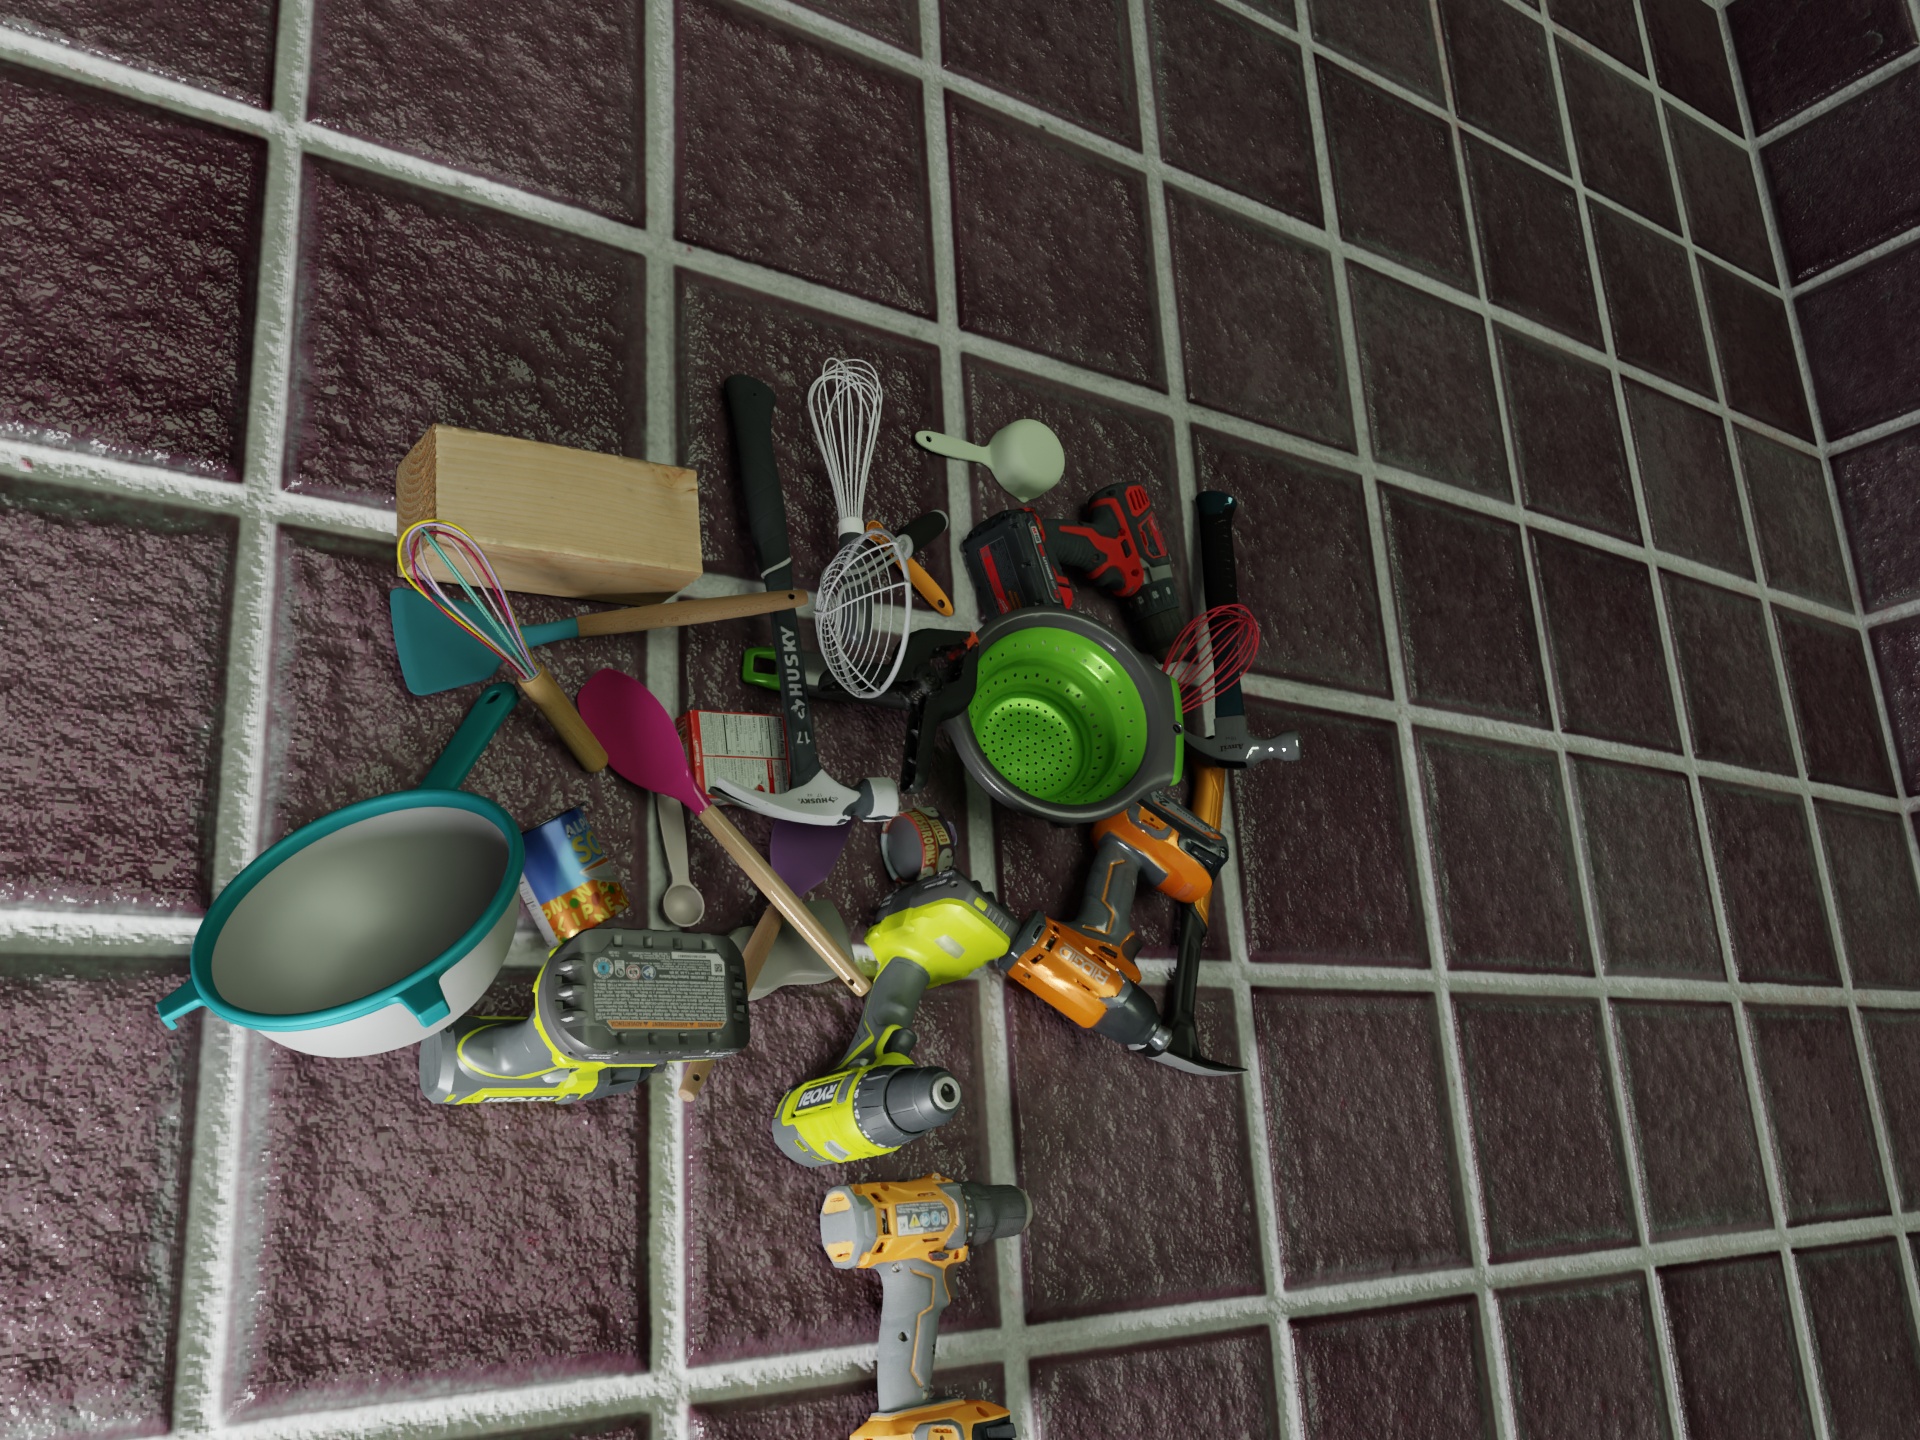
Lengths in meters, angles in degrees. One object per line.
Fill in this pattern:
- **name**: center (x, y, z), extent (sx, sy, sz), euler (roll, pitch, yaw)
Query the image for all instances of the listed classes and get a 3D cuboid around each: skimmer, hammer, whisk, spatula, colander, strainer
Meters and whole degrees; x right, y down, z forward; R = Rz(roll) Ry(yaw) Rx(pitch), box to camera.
- **skimmer**: center (-0.038, -0.121, 1.310), extent (0.090, 0.127, 0.363), euler (17, 21, 9)
- **hammer**: center (-0.155, -0.108, 1.312), extent (0.149, 0.036, 0.409), euler (0, 67, -27)
- **whisk**: center (0.186, -0.006, 1.517), extent (0.296, 0.073, 0.073), euler (-46, 105, -18)
- **spatula**: center (-0.266, -0.076, 1.214), extent (0.317, 0.044, 0.082), euler (-10, 77, -22)
- **hammer**: center (0.235, 0.172, 1.542), extent (0.127, 0.034, 0.337), euler (24, 61, -28)
- **hammer**: center (0.270, -0.099, 1.626), extent (0.033, 0.128, 0.331), euler (60, 27, -55)
- **colander**: center (-0.002, -0.004, 1.401), extent (0.397, 0.094, 0.205), euler (9, 65, -16)
- **whisk**: center (-0.323, -0.048, 1.138), extent (0.047, 0.051, 0.244), euler (-47, 134, -23)
- **whisk**: center (-0.098, -0.193, 1.385), extent (0.070, 0.070, 0.285), euler (12, 63, -34)
- **spatula**: center (-0.151, 0.161, 1.216), extent (0.059, 0.018, 0.316), euler (29, 42, -7)
- **strainer**: center (-0.359, 0.106, 1.071), extent (0.341, 0.211, 0.095), euler (-75, 157, -52)

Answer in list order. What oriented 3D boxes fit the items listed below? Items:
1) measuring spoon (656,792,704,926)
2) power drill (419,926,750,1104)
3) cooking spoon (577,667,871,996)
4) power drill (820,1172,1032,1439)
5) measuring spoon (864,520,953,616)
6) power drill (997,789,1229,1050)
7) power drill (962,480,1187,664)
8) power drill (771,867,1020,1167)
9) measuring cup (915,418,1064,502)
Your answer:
- **measuring spoon**: center (-0.224, 0.102, 1.236), extent (0.034, 0.018, 0.124), euler (3, 66, -36)
- **power drill**: center (-0.238, 0.205, 1.051), extent (0.171, 0.223, 0.080), euler (8, 63, -35)
- **cooking spoon**: center (-0.178, 0.088, 1.213), extent (0.319, 0.068, 0.017), euler (48, 20, 1)
- **power drill**: center (-0.011, 0.467, 1.230), extent (0.185, 0.084, 0.226), euler (7, 66, -37)
- **measuring spoon**: center (-0.048, -0.137, 1.452), extent (0.116, 0.011, 0.021), euler (46, 54, -20)
- **power drill**: center (0.153, 0.179, 1.425), extent (0.164, 0.084, 0.226), euler (35, 55, 2)
- **power drill**: center (0.126, -0.131, 1.539), extent (0.226, 0.080, 0.188), euler (-15, 84, -42)
- **power drill**: center (-0.038, 0.230, 1.220), extent (0.080, 0.190, 0.229), euler (41, 50, -19)
- **measuring cup**: center (0.032, -0.263, 1.534), extent (0.167, 0.038, 0.083), euler (7, 71, -38)
